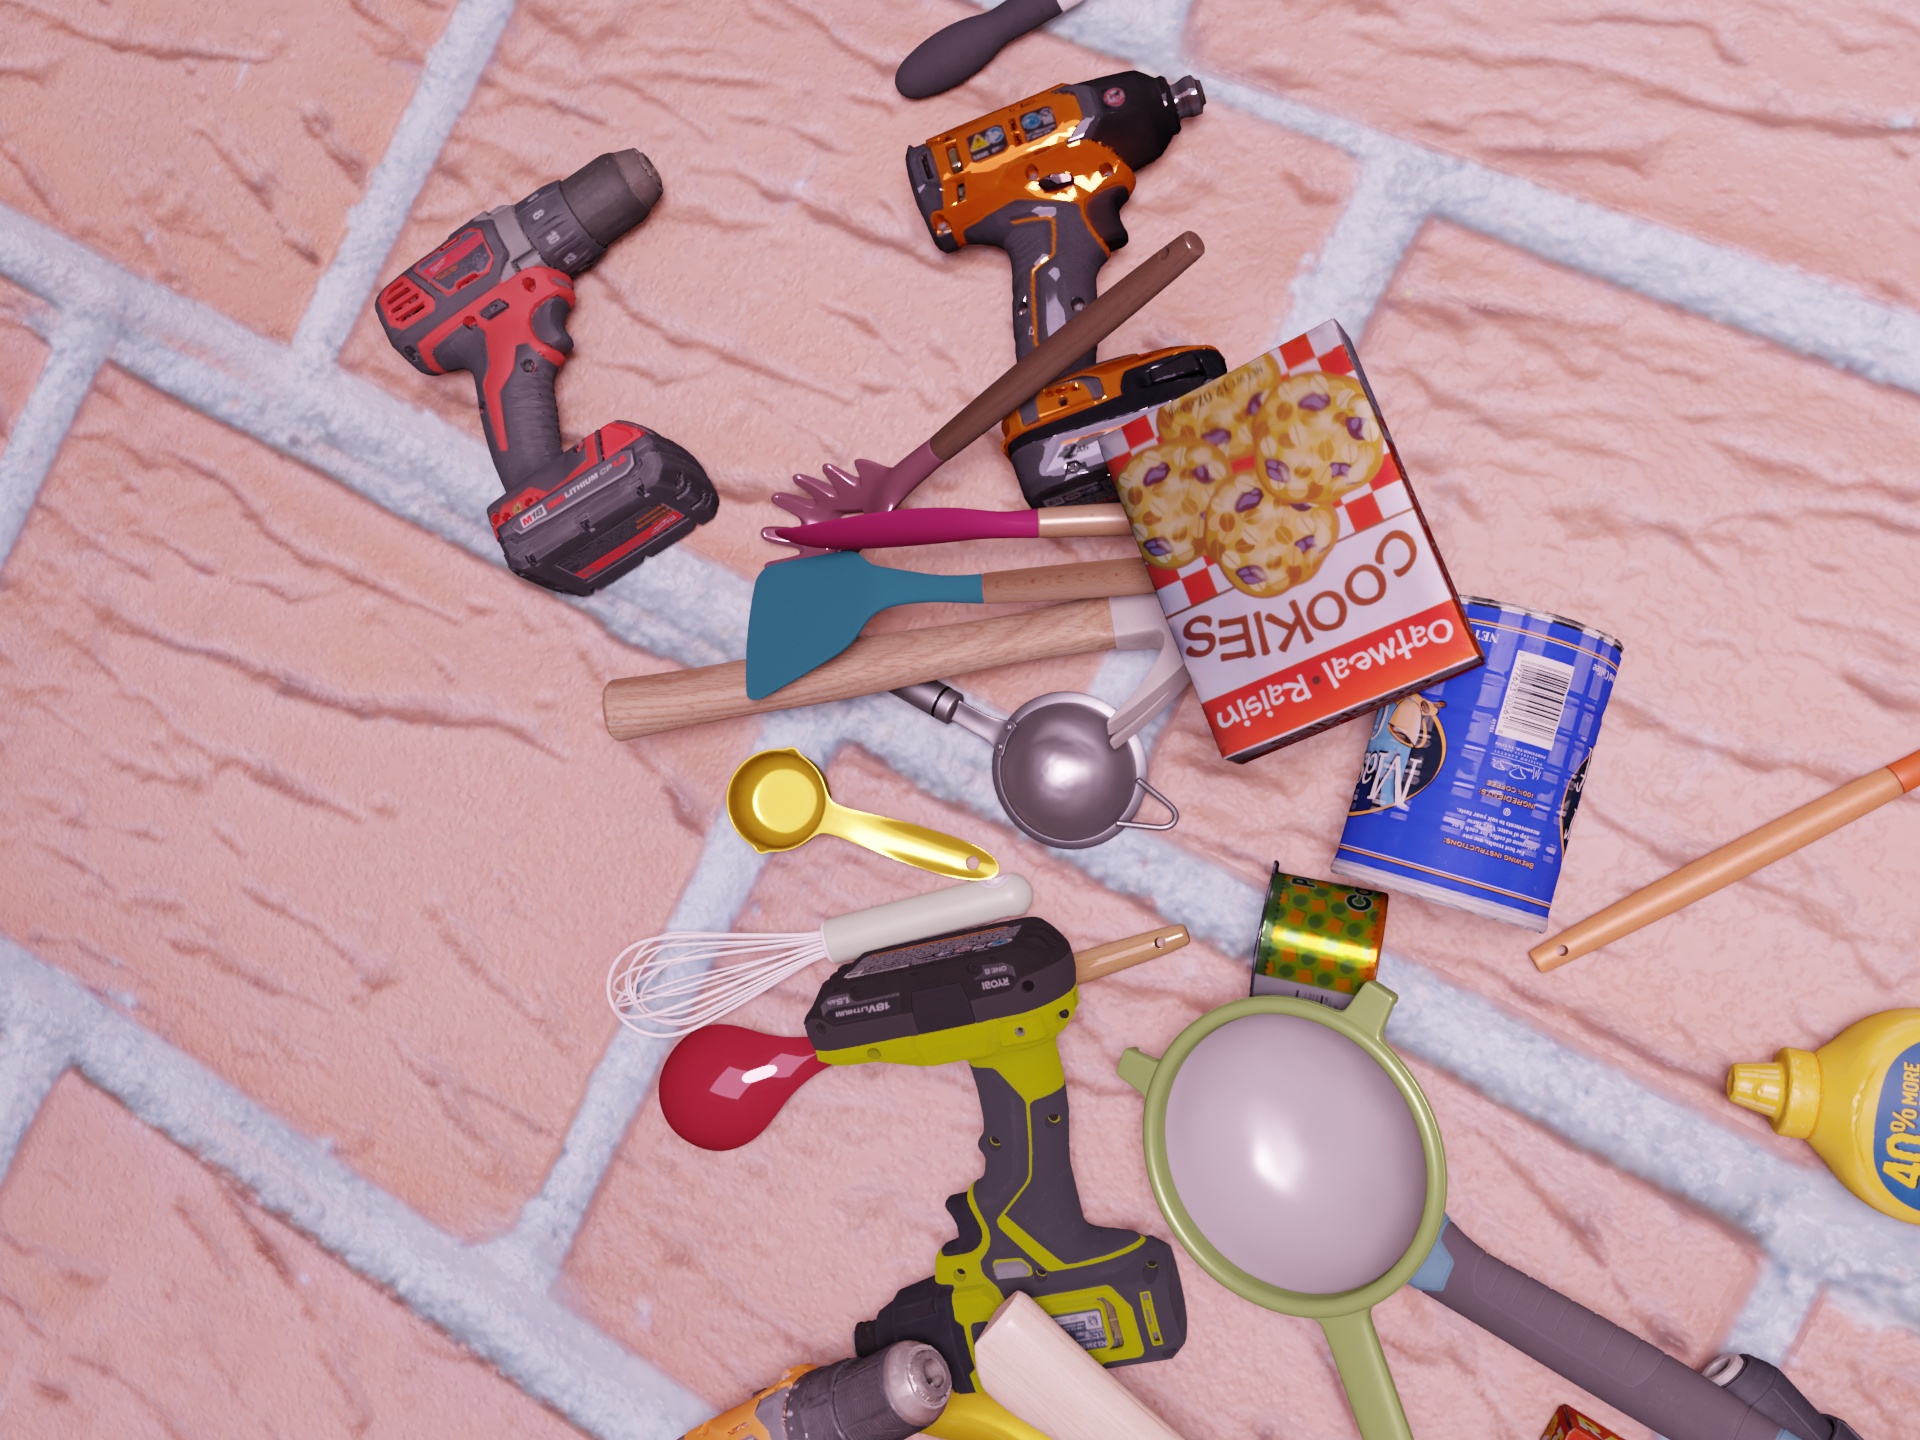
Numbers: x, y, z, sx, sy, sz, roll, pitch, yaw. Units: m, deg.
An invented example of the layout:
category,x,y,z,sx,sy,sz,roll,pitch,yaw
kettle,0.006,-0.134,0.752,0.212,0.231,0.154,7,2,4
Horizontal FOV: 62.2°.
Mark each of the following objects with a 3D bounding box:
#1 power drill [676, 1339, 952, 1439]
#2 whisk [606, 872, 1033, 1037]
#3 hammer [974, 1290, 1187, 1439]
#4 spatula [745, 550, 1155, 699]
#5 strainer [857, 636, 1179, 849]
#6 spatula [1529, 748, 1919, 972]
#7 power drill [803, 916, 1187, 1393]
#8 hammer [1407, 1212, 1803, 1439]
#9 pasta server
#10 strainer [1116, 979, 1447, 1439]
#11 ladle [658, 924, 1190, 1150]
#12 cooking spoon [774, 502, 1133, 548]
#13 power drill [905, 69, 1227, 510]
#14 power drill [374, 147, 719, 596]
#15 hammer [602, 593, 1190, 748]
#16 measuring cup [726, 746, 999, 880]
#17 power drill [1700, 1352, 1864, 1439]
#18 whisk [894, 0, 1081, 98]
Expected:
category,x,y,z,sx,sy,sz,roll,pitch,yaw
power drill,-0.044,0.427,0.772,0.185,0.084,0.226,-39,61,30
whisk,-0.079,0.124,0.869,0.246,0.058,0.059,-16,101,9
hammer,0.177,0.409,0.729,0.411,0.038,0.146,41,114,8
spatula,0.039,-0.065,0.815,0.317,0.044,0.082,-4,61,8
strainer,-0.001,-0.003,0.865,0.258,0.050,0.087,29,107,19
spatula,0.418,0.039,0.748,0.322,0.041,0.081,-30,79,11
power drill,0.006,0.225,0.808,0.171,0.080,0.223,-14,93,12
hammer,0.338,0.310,0.692,0.331,0.033,0.128,25,103,35
pasta server,0.000,-0.153,0.806,0.316,0.040,0.060,-31,59,43
strainer,0.185,0.253,0.763,0.151,0.069,0.256,-24,79,32
ladle,-0.027,0.165,0.861,0.315,0.031,0.069,-20,81,10
cooking spoon,0.065,-0.101,0.808,0.319,0.069,0.017,-3,89,0
power drill,0.075,-0.235,0.847,0.164,0.084,0.227,-19,76,12
power drill,-0.224,-0.208,0.926,0.188,0.080,0.227,-30,75,10
hammer,-0.032,-0.030,0.845,0.331,0.031,0.130,-10,62,9
measuring cup,-0.053,0.059,0.883,0.156,0.029,0.062,18,89,4
power drill,0.456,0.316,0.671,0.228,0.080,0.191,-46,74,25
whisk,0.086,-0.422,0.874,0.284,0.070,0.070,-25,79,16
